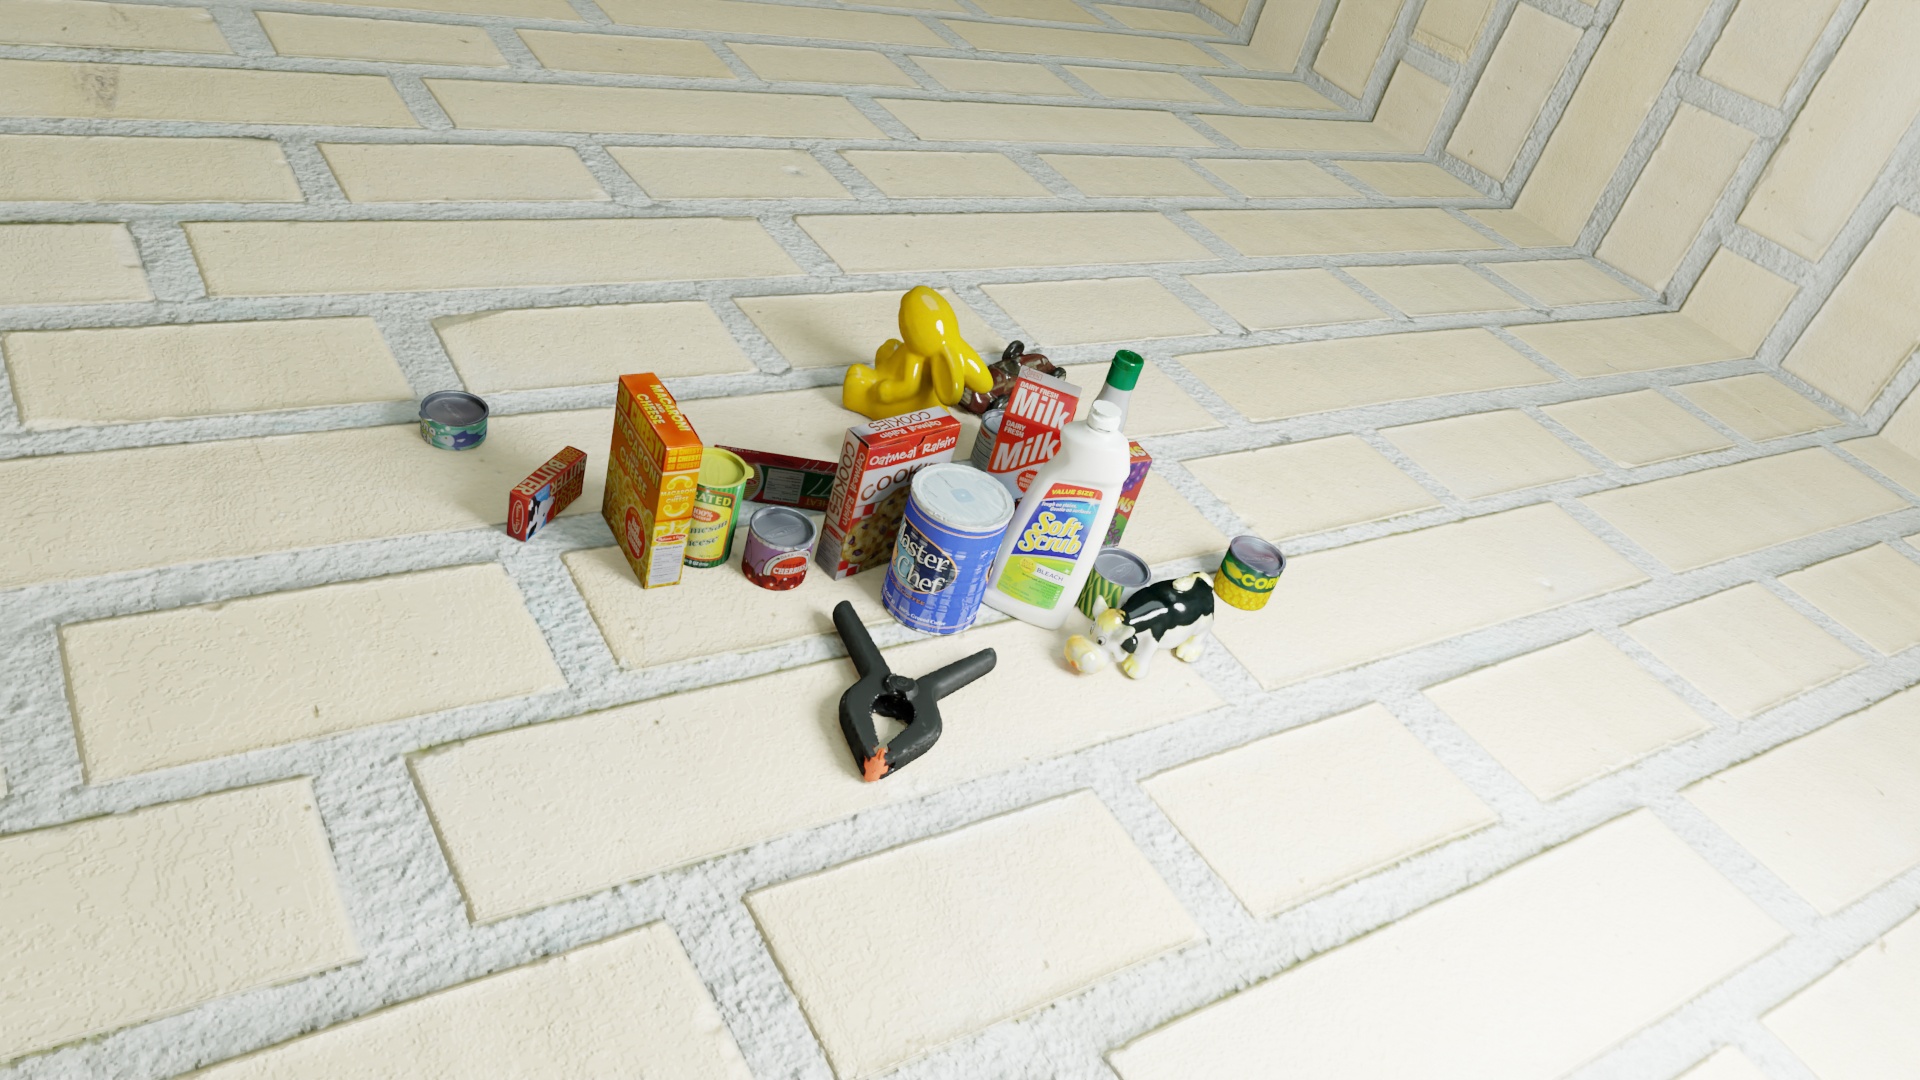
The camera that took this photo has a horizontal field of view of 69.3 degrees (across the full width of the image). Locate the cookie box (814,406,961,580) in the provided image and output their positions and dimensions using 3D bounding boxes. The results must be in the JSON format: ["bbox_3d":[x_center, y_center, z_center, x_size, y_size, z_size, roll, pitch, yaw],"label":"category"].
[{"bbox_3d":[-0.073,-0.048,1.404,0.123,0.166,0.040,-19,49,-41],"label":"cookie box"}]

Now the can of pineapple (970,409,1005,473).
[{"bbox_3d":[0.052,-0.114,1.645,0.071,0.057,0.071,12,35,-9],"label":"can of pineapple"}]

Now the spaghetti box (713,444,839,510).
[{"bbox_3d":[-0.144,-0.058,1.488,0.250,0.049,0.029,8,36,-15],"label":"spaghetti box"}]

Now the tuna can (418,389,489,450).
[{"bbox_3d":[-0.521,-0.122,1.424,0.071,0.032,0.071,12,35,-9],"label":"tuna can"}]

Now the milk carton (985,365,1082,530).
[{"bbox_3d":[0.074,-0.099,1.519,0.072,0.189,0.074,20,35,3],"label":"milk carton"}]

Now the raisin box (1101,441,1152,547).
[{"bbox_3d":[0.153,-0.047,1.542,0.086,0.122,0.040,-8,42,-33],"label":"raisin box"}]

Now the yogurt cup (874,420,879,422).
[{"bbox_3d":[-0.079,-0.095,1.564,0.072,0.053,0.073,12,35,-9],"label":"yogurt cup"}]

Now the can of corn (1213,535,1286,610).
[{"bbox_3d":[0.324,0.039,1.557,0.071,0.058,0.071,12,35,-9],"label":"can of corn"}]

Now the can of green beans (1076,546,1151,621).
[{"bbox_3d":[0.161,0.049,1.470,0.071,0.057,0.071,12,35,-9],"label":"can of green beans"}]

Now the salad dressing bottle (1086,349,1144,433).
[{"bbox_3d":[0.183,-0.161,1.689,0.044,0.146,0.064,8,36,-14],"label":"salad dressing bottle"}]

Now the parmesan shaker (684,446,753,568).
[{"bbox_3d":[-0.246,-0.031,1.359,0.071,0.102,0.072,12,35,-9],"label":"parmesan shaker"}]

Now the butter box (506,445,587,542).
[{"bbox_3d":[-0.403,-0.047,1.355,0.024,0.052,0.104,23,35,7],"label":"butter box"}]

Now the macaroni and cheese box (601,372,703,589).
[{"bbox_3d":[-0.294,-0.057,1.319,0.040,0.165,0.124,-9,43,-33],"label":"macaroni and cheese box"}]

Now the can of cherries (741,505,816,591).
[{"bbox_3d":[-0.179,0.009,1.373,0.071,0.058,0.072,12,35,-9],"label":"can of cherries"}]
